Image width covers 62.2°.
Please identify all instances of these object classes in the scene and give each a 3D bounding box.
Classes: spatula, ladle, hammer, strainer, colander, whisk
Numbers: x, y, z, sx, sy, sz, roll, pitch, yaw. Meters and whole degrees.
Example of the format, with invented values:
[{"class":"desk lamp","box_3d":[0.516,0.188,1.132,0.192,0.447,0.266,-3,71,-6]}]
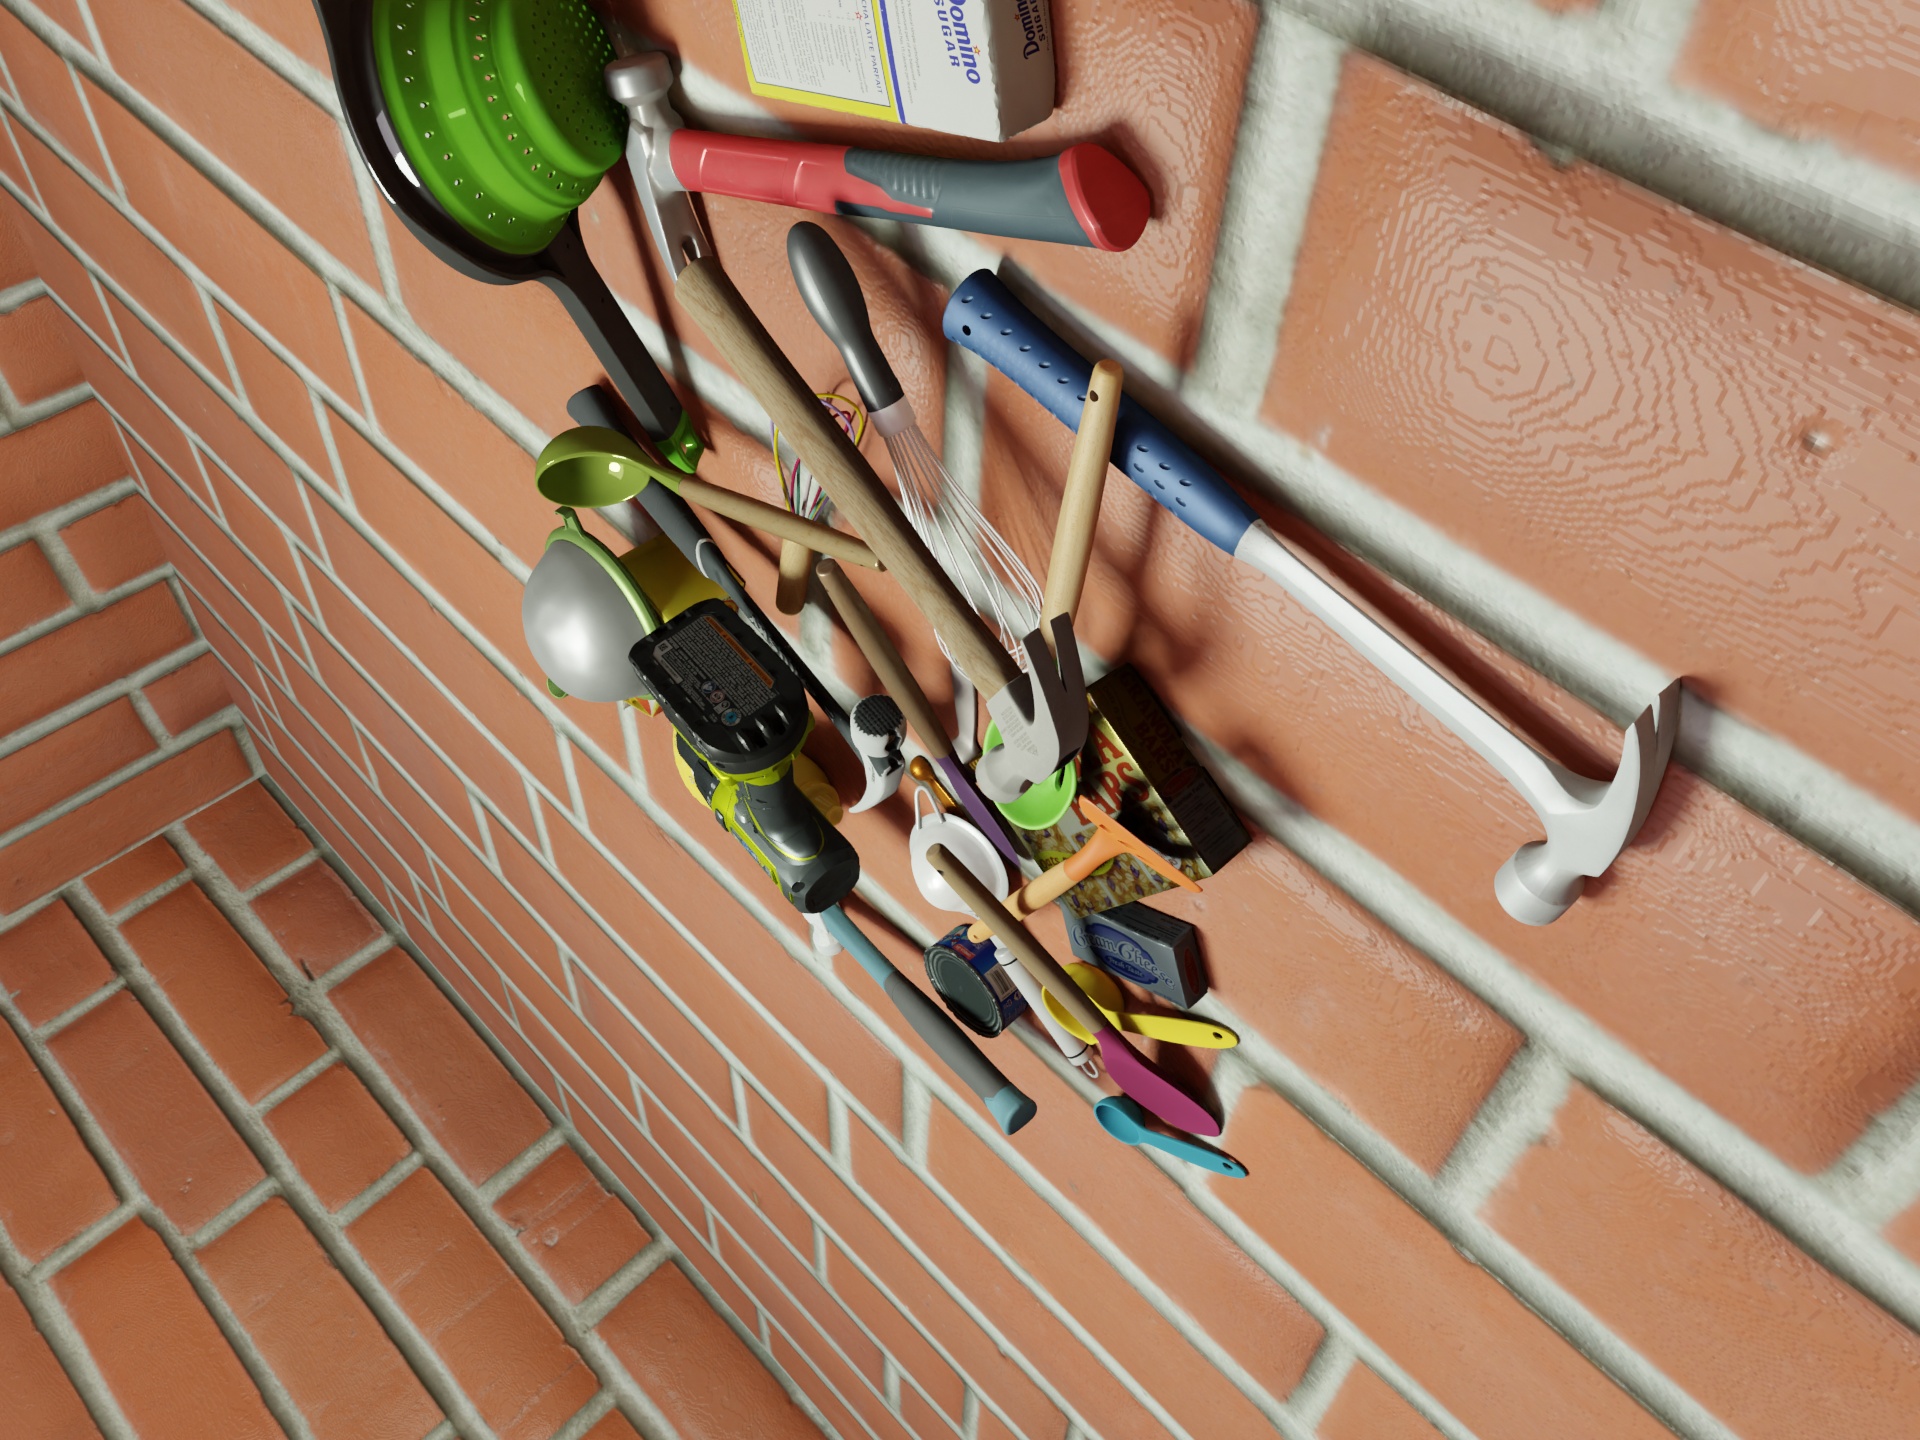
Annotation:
[{"class":"spatula","box_3d":[-0.019,0.005,0.987,0.060,0.018,0.315,45,171,41]},{"class":"ladle","box_3d":[-0.165,-0.133,1.029,0.320,0.078,0.062,24,95,37]},{"class":"hammer","box_3d":[-0.044,0.219,1.270,0.331,0.033,0.128,38,155,45]},{"class":"strainer","box_3d":[-0.312,-0.052,1.252,0.151,0.069,0.256,54,149,-1]},{"class":"hammer","box_3d":[-0.054,-0.265,0.827,0.387,0.038,0.143,25,141,42]},{"class":"colander","box_3d":[-0.228,-0.313,0.978,0.094,0.205,0.396,-9,137,22]},{"class":"hammer","box_3d":[0.142,-0.081,0.729,0.406,0.035,0.144,44,150,19]},{"class":"hammer","box_3d":[-0.044,-0.109,0.838,0.331,0.031,0.130,53,151,4]},{"class":"strainer","box_3d":[0.030,0.162,1.145,0.087,0.050,0.258,-19,111,46]},{"class":"spatula","box_3d":[0.055,0.103,0.965,0.081,0.041,0.322,38,153,-2]},{"class":"hammer","box_3d":[-0.166,-0.100,1.136,0.409,0.036,0.149,50,160,22]},{"class":"whisk","box_3d":[-0.098,-0.134,1.034,0.051,0.047,0.244,51,156,15]},{"class":"whisk","box_3d":[-0.023,-0.138,0.866,0.070,0.070,0.284,9,132,53]}]

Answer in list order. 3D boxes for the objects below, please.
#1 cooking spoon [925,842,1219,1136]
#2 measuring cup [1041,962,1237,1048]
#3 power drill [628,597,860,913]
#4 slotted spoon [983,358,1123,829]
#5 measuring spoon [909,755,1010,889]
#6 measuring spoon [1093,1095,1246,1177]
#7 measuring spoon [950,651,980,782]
[{"class":"cooking spoon","box_3d":[0.076,0.184,1.043,0.069,0.017,0.318,-3,136,50]},{"class":"measuring cup","box_3d":[0.124,0.195,1.073,0.156,0.029,0.062,2,127,41]},{"class":"power drill","box_3d":[-0.160,0.020,1.136,0.191,0.080,0.228,45,161,28]},{"class":"slotted spoon","box_3d":[0.053,-0.054,0.824,0.070,0.031,0.313,42,146,27]},{"class":"measuring spoon","box_3d":[-0.001,0.075,1.136,0.117,0.011,0.021,54,152,1]},{"class":"measuring spoon","box_3d":[0.153,0.298,1.143,0.129,0.021,0.042,13,135,39]},{"class":"measuring spoon","box_3d":[-0.002,-0.003,1.046,0.034,0.018,0.124,34,144,34]}]
